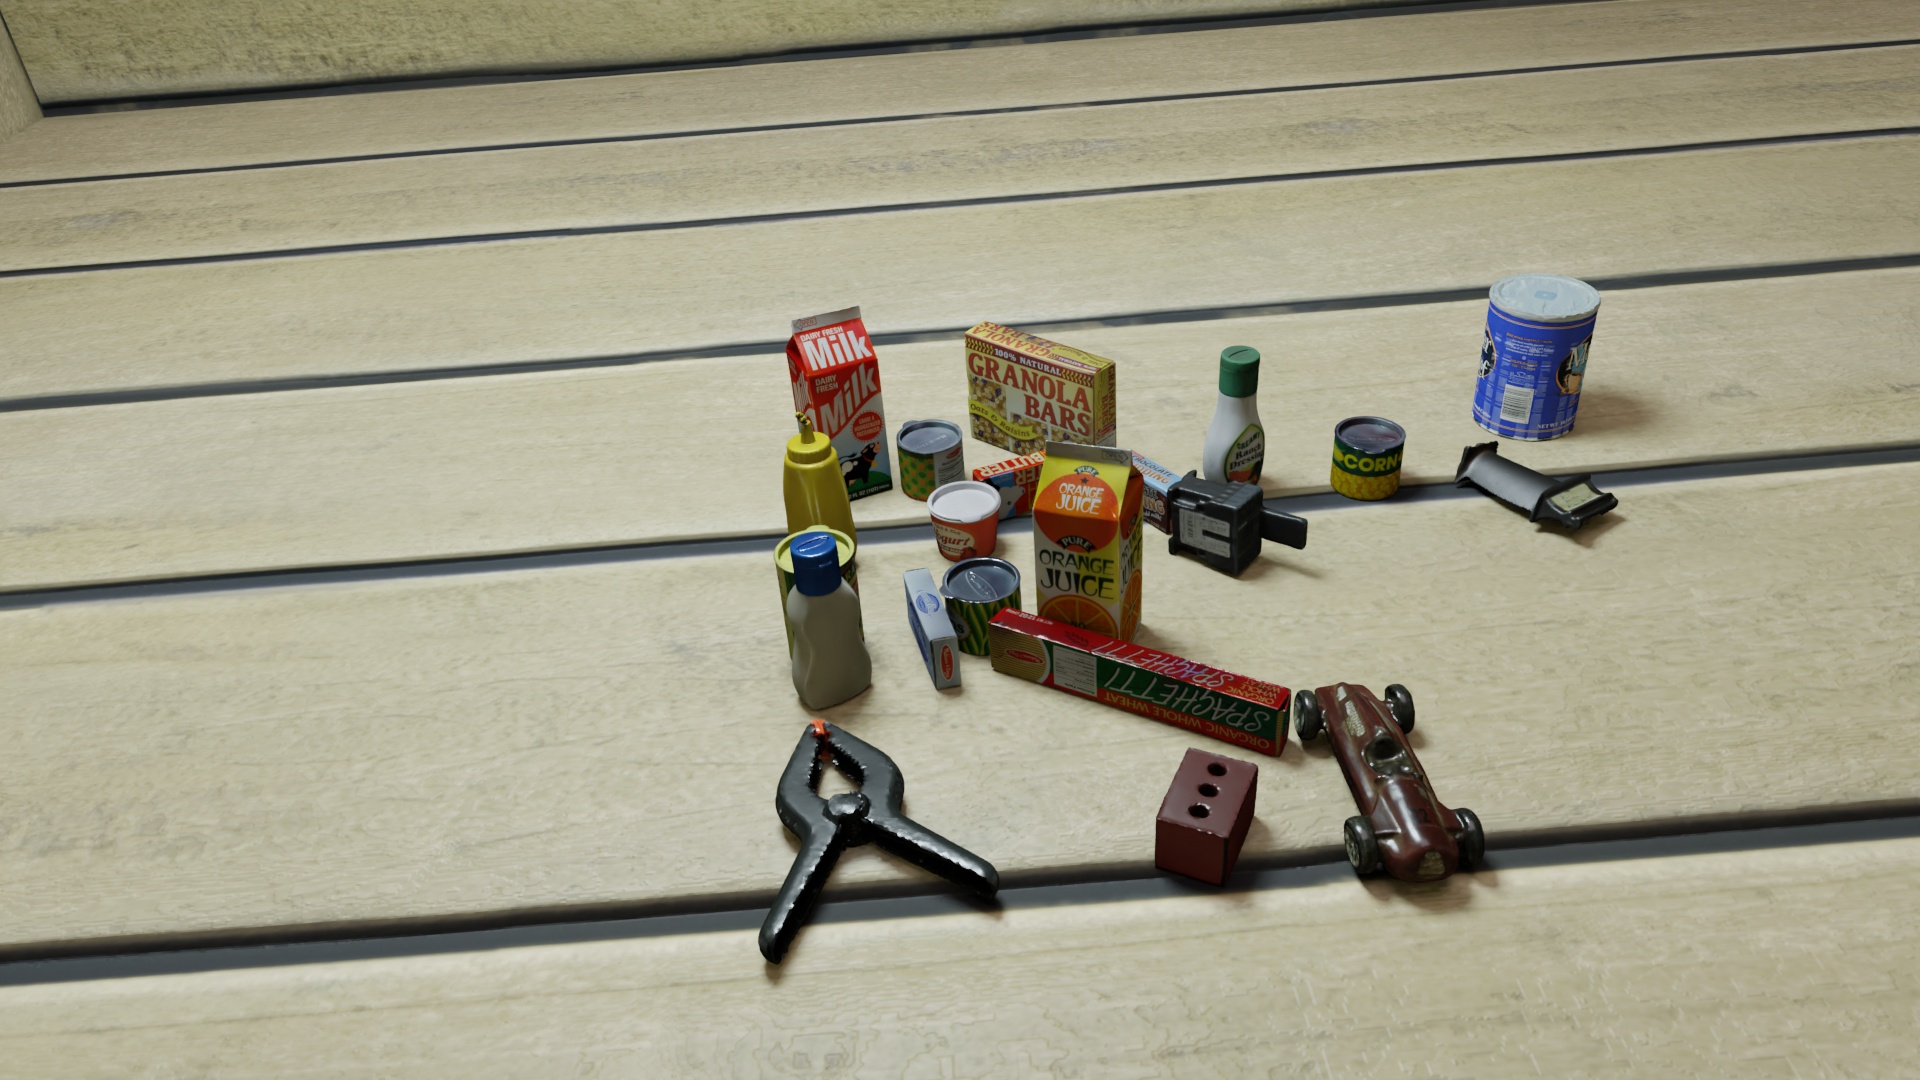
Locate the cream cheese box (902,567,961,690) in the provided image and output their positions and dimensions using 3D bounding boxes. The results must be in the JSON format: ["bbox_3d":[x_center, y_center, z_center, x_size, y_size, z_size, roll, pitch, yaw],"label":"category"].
[{"bbox_3d":[-0.024,0.073,1.164,0.024,0.053,0.104,-11,34,-10],"label":"cream cheese box"}]

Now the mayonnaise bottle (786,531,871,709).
[{"bbox_3d":[-0.108,0.063,1.104,0.065,0.147,0.041,-22,38,-25],"label":"mayonnaise bottle"}]

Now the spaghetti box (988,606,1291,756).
[{"bbox_3d":[0.138,0.109,1.095,0.250,0.050,0.029,15,38,26],"label":"spaghetti box"}]

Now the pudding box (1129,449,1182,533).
[{"bbox_3d":[0.180,-0.048,1.324,0.030,0.049,0.084,-24,39,-27],"label":"pudding box"}]

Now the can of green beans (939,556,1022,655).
[{"bbox_3d":[0.019,0.056,1.181,0.071,0.057,0.071,-3,34,2],"label":"can of green beans"}]

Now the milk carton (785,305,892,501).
[{"bbox_3d":[-0.121,-0.137,1.364,0.072,0.189,0.074,-17,36,-18],"label":"milk carton"}]

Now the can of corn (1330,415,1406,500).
[{"bbox_3d":[0.392,-0.078,1.339,0.071,0.058,0.071,-3,34,2],"label":"can of corn"}]

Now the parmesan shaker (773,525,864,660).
[{"bbox_3d":[-0.116,0.049,1.166,0.071,0.102,0.072,-3,34,2],"label":"parmesan shaker"}]

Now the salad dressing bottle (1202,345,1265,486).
[{"bbox_3d":[0.263,-0.112,1.324,0.064,0.146,0.044,-23,38,-25],"label":"salad dressing bottle"}]

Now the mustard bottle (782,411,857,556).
[{"bbox_3d":[-0.131,-0.046,1.258,0.049,0.159,0.065,-28,41,-31],"label":"mustard bottle"}]

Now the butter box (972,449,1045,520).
[{"bbox_3d":[0.062,-0.055,1.344,0.104,0.052,0.024,-17,36,-18],"label":"butter box"}]

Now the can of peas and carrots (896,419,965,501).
[{"bbox_3d":[-0.031,-0.081,1.389,0.071,0.058,0.071,-3,34,2],"label":"can of peas and carrots"}]

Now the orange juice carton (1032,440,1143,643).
[{"bbox_3d":[0.105,0.005,1.127,0.072,0.191,0.073,9,36,20],"label":"orange juice carton"}]

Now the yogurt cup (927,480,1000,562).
[{"bbox_3d":[0.005,-0.016,1.293,0.072,0.053,0.073,-3,34,2],"label":"yogurt cup"}]

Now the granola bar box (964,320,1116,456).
[{"bbox_3d":[0.080,-0.142,1.409,0.166,0.123,0.039,23,42,34],"label":"granola bar box"}]
